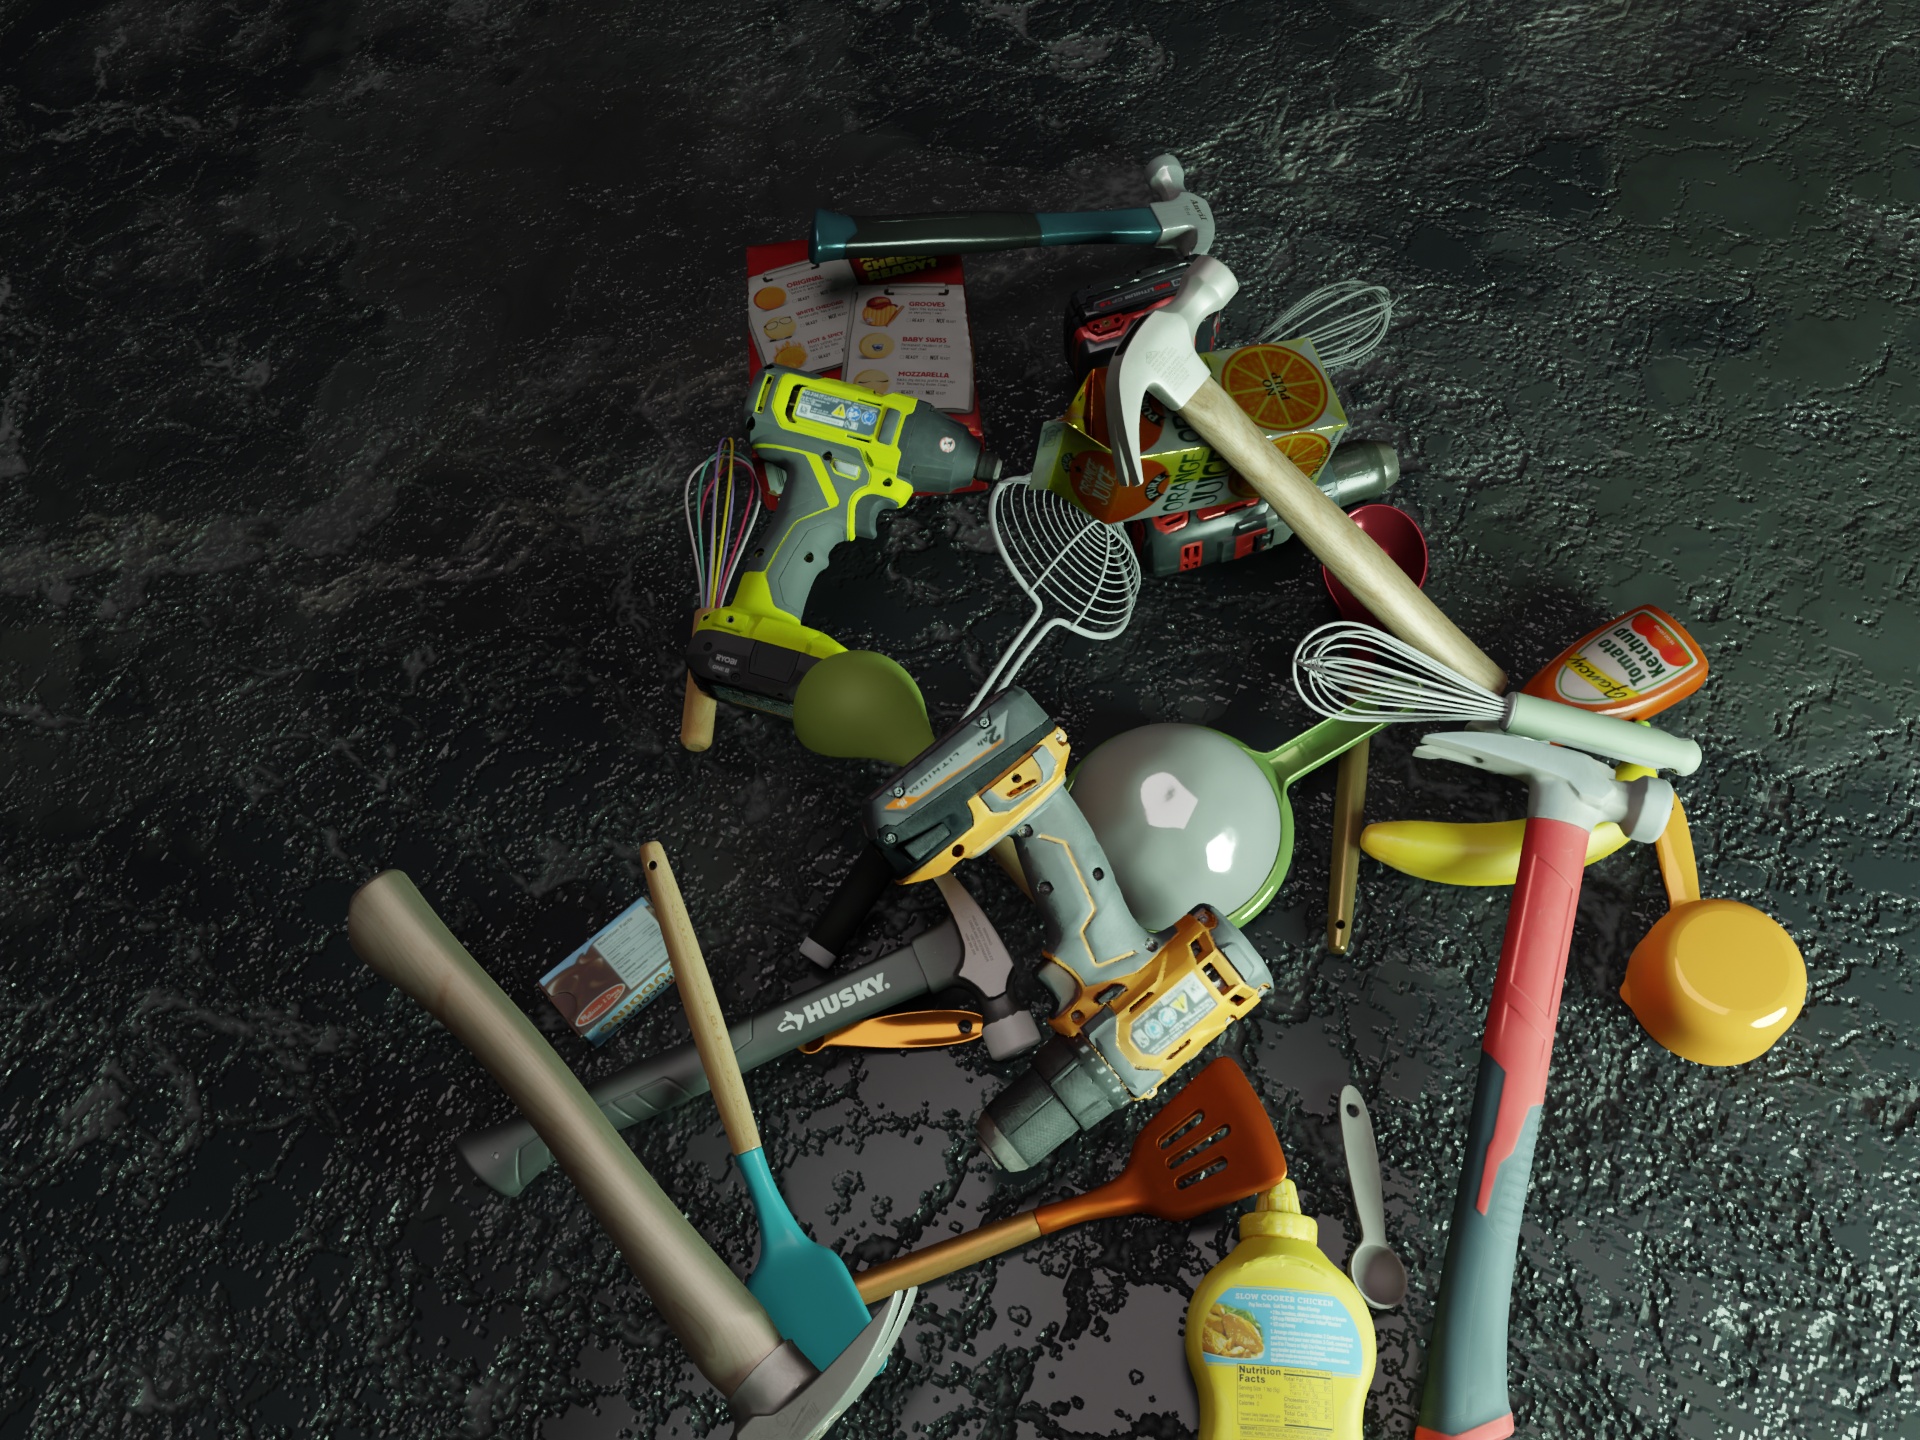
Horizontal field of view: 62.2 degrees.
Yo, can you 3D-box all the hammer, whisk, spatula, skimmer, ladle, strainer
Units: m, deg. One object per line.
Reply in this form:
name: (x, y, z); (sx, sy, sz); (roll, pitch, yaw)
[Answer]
hammer: (0.284, 0.191, 0.864); (0.143, 0.038, 0.386); (15, 69, 9)
hammer: (0.042, -0.365, 1.183); (0.331, 0.033, 0.128); (-9, 61, -22)
whisk: (0.183, -0.238, 1.065); (0.239, 0.055, 0.055); (-23, 60, -1)
spatula: (0.017, 0.278, 0.868); (0.322, 0.041, 0.081); (-20, 48, -4)
skimmer: (-0.002, -0.003, 1.028); (0.127, 0.090, 0.363); (38, 79, -20)
ladle: (0.254, -0.001, 1.012); (0.069, 0.031, 0.316); (6, 63, 13)
hammer: (0.217, -0.119, 0.971); (0.331, 0.031, 0.130); (42, 85, -15)
whisk: (0.318, -0.007, 0.948); (0.246, 0.058, 0.059); (15, 90, 3)
spatula: (-0.127, 0.213, 0.880); (0.082, 0.044, 0.318); (-22, 76, 3)
hammer: (-0.133, 0.186, 0.926); (0.335, 0.035, 0.146); (-23, 77, -3)
ladle: (0.023, 0.081, 0.941); (0.320, 0.062, 0.078); (47, 60, 4)
hammer: (-0.203, 0.221, 0.871); (0.411, 0.038, 0.146); (43, 91, 23)
whisk: (-0.171, -0.091, 1.107); (0.047, 0.051, 0.245); (-19, 57, 37)
strainer: (0.170, 0.030, 0.963); (0.256, 0.069, 0.152); (-30, 60, -3)

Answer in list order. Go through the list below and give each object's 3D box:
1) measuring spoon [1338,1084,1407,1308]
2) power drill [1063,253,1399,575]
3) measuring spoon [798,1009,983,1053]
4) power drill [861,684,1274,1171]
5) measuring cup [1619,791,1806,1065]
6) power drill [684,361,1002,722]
measuring spoon: (0.219, 0.261, 0.873); (0.034, 0.018, 0.124); (12, 52, -16)
power drill: (0.183, -0.217, 1.118); (0.188, 0.080, 0.227); (-18, 63, -4)
measuring spoon: (-0.041, 0.186, 0.947); (0.117, 0.011, 0.021); (-4, 74, 0)
power drill: (0.037, 0.118, 0.875); (0.185, 0.084, 0.226); (-39, 93, -6)
measuring cup: (0.427, 0.107, 0.914); (0.095, 0.052, 0.174); (-2, 62, 5)
power drill: (-0.078, -0.110, 1.041); (0.171, 0.080, 0.223); (15, 79, 2)
